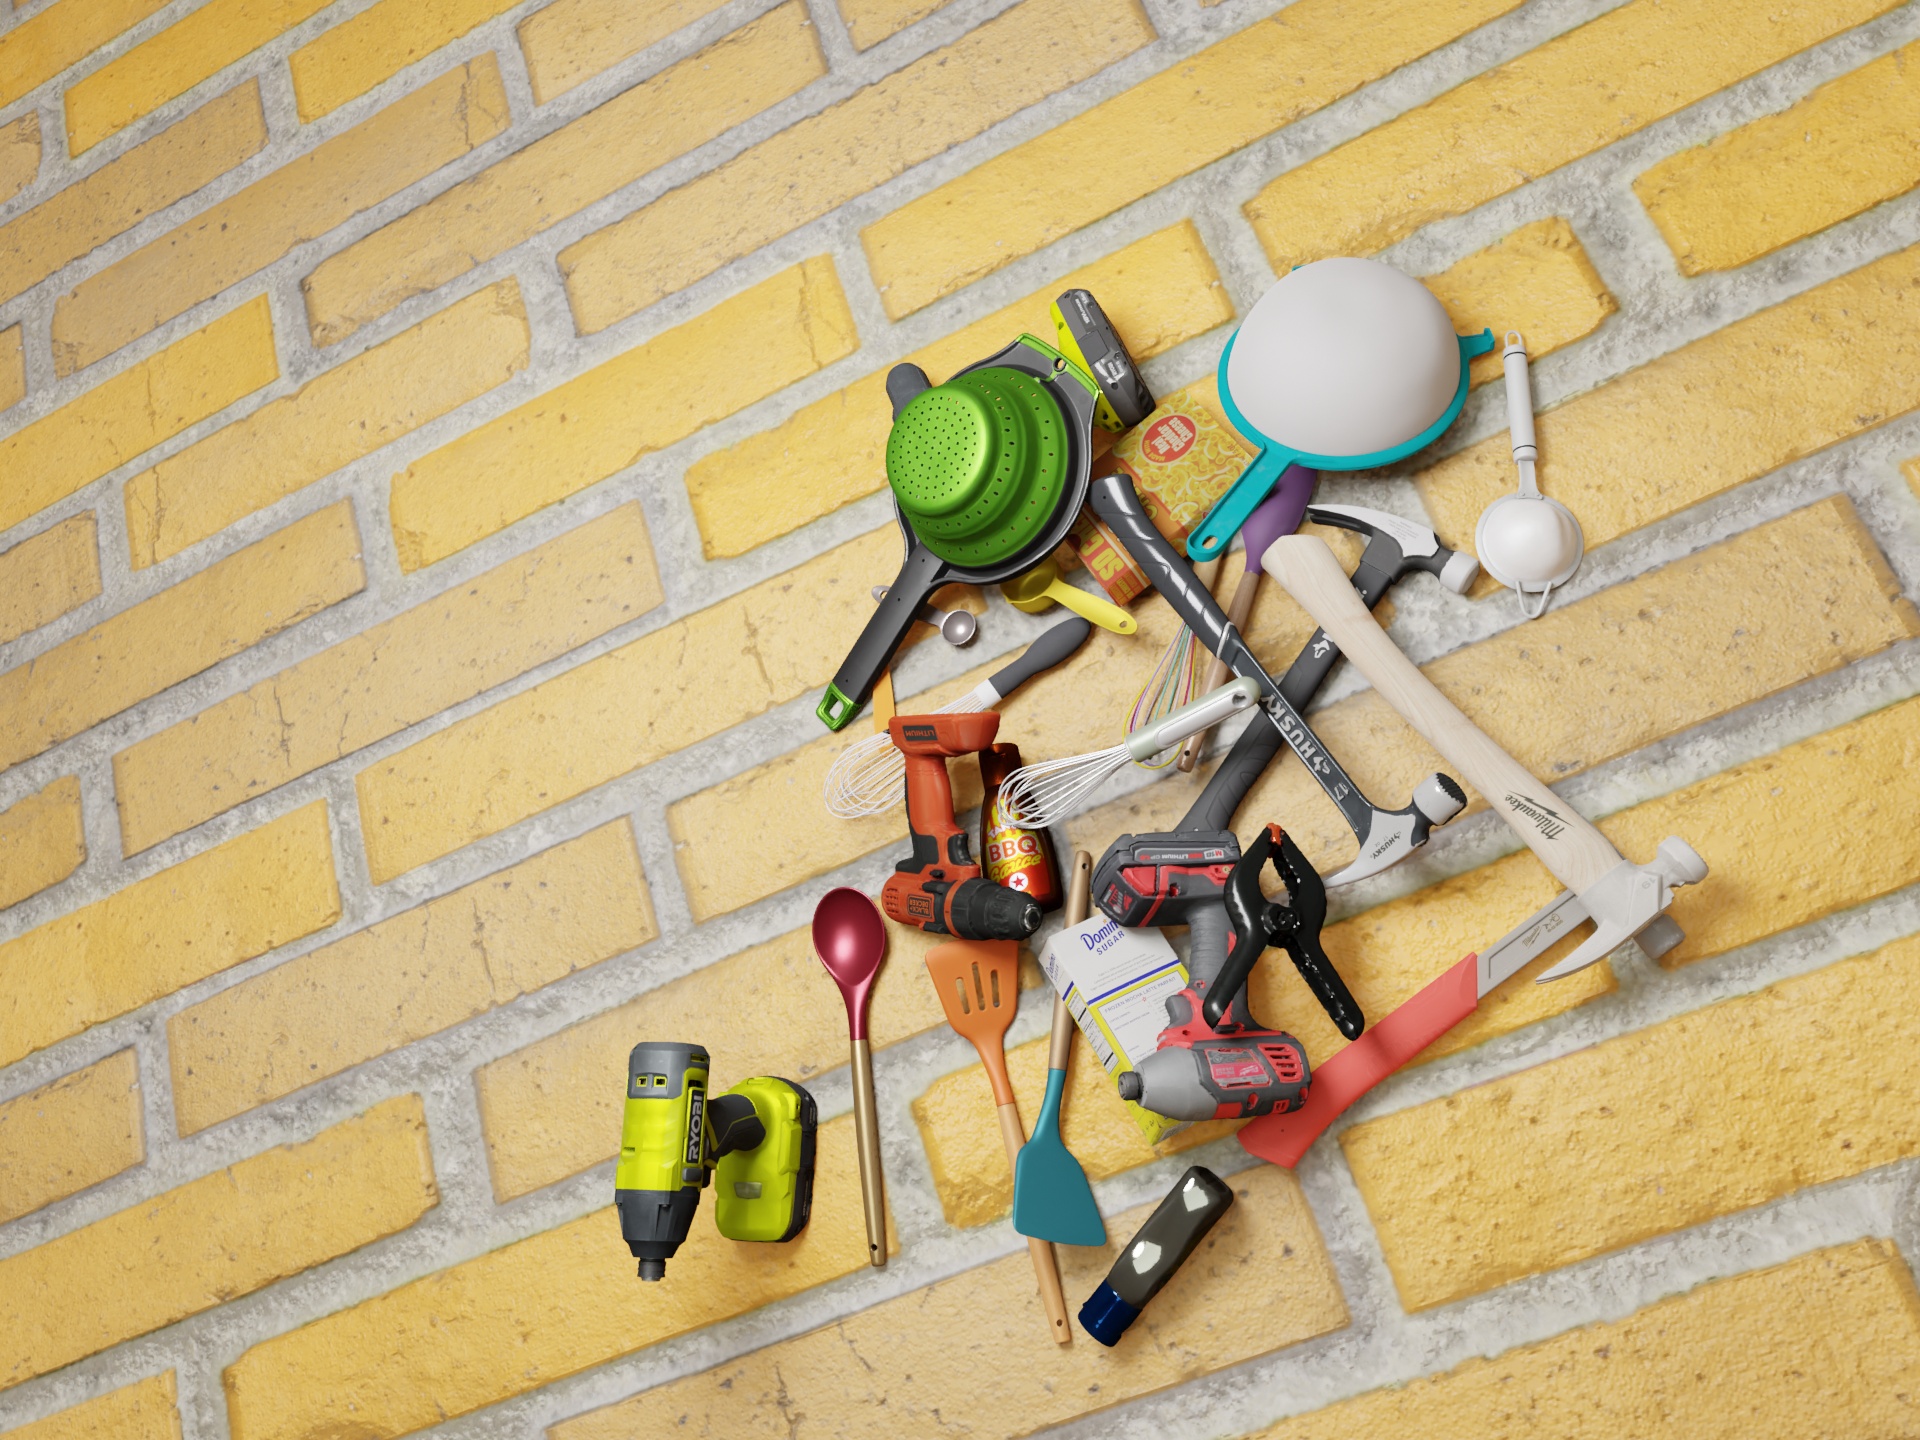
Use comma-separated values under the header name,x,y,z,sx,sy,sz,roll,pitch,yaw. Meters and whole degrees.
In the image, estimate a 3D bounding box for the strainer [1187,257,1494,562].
name,x,y,z,sx,sy,sz,roll,pitch,yaw
strainer,0.283,-0.272,1.305,0.211,0.095,0.340,29,65,25

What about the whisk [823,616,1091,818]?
name,x,y,z,sx,sy,sz,roll,pitch,yaw
whisk,-0.002,-0.004,1.405,0.284,0.070,0.070,-35,65,2

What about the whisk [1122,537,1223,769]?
name,x,y,z,sx,sy,sz,roll,pitch,yaw
whisk,0.190,-0.074,1.362,0.047,0.051,0.245,10,74,29

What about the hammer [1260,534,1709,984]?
name,x,y,z,sx,sy,sz,roll,pitch,yaw
hammer,0.369,0.011,1.233,0.146,0.038,0.411,-41,64,5

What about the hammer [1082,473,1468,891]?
name,x,y,z,sx,sy,sz,roll,pitch,yaw
hammer,0.222,-0.045,1.278,0.149,0.036,0.409,-48,64,30

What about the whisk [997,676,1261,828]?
name,x,y,z,sx,sy,sz,roll,pitch,yaw
whisk,0.132,0.027,1.283,0.246,0.057,0.059,-29,21,23

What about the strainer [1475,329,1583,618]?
name,x,y,z,sx,sy,sz,roll,pitch,yaw
strainer,0.463,-0.211,1.305,0.087,0.050,0.259,1,69,2

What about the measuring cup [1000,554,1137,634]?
name,x,y,z,sx,sy,sz,roll,pitch,yaw
measuring cup,0.100,-0.103,1.394,0.157,0.029,0.062,31,81,38

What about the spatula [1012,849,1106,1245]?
name,x,y,z,sx,sy,sz,roll,pitch,yaw
spatula,0.088,0.257,1.287,0.082,0.044,0.318,16,69,-21

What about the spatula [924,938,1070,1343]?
name,x,y,z,sx,sy,sz,roll,pitch,yaw
spatula,0.043,0.334,1.285,0.081,0.041,0.323,-10,70,-11

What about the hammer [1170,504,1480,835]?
name,x,y,z,sx,sy,sz,roll,pitch,yaw
hammer,0.275,-0.030,1.320,0.146,0.035,0.335,34,87,25

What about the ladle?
name,x,y,z,sx,sy,sz,roll,pitch,yaw
ladle,-0.084,0.298,1.353,0.069,0.031,0.316,-13,71,19

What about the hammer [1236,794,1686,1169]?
name,x,y,z,sx,sy,sz,roll,pitch,yaw
hammer,0.356,0.212,1.211,0.359,0.036,0.149,-38,64,5

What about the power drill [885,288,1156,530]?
name,x,y,z,sx,sy,sz,roll,pitch,yaw
power drill,0.045,-0.293,1.464,0.228,0.080,0.191,-30,66,15

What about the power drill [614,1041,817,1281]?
name,x,y,z,sx,sy,sz,roll,pitch,yaw
power drill,-0.197,0.353,1.267,0.080,0.223,0.171,-4,72,19

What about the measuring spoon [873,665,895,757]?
name,x,y,z,sx,sy,sz,roll,pitch,yaw
measuring spoon,-0.069,-0.022,1.460,0.021,0.011,0.117,-9,74,18

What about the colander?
name,x,y,z,sx,sy,sz,roll,pitch,yaw
colander,-0.039,-0.158,1.385,0.205,0.094,0.397,44,110,30

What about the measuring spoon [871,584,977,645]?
name,x,y,z,sx,sy,sz,roll,pitch,yaw
measuring spoon,-0.033,-0.099,1.470,0.124,0.018,0.034,26,84,32

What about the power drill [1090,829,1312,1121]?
name,x,y,z,sx,sy,sz,roll,pitch,yaw
power drill,0.173,0.198,1.216,0.143,0.078,0.220,-2,57,-15

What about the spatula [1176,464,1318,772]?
name,x,y,z,sx,sy,sz,roll,pitch,yaw
spatula,0.239,-0.102,1.359,0.060,0.018,0.316,14,74,26
